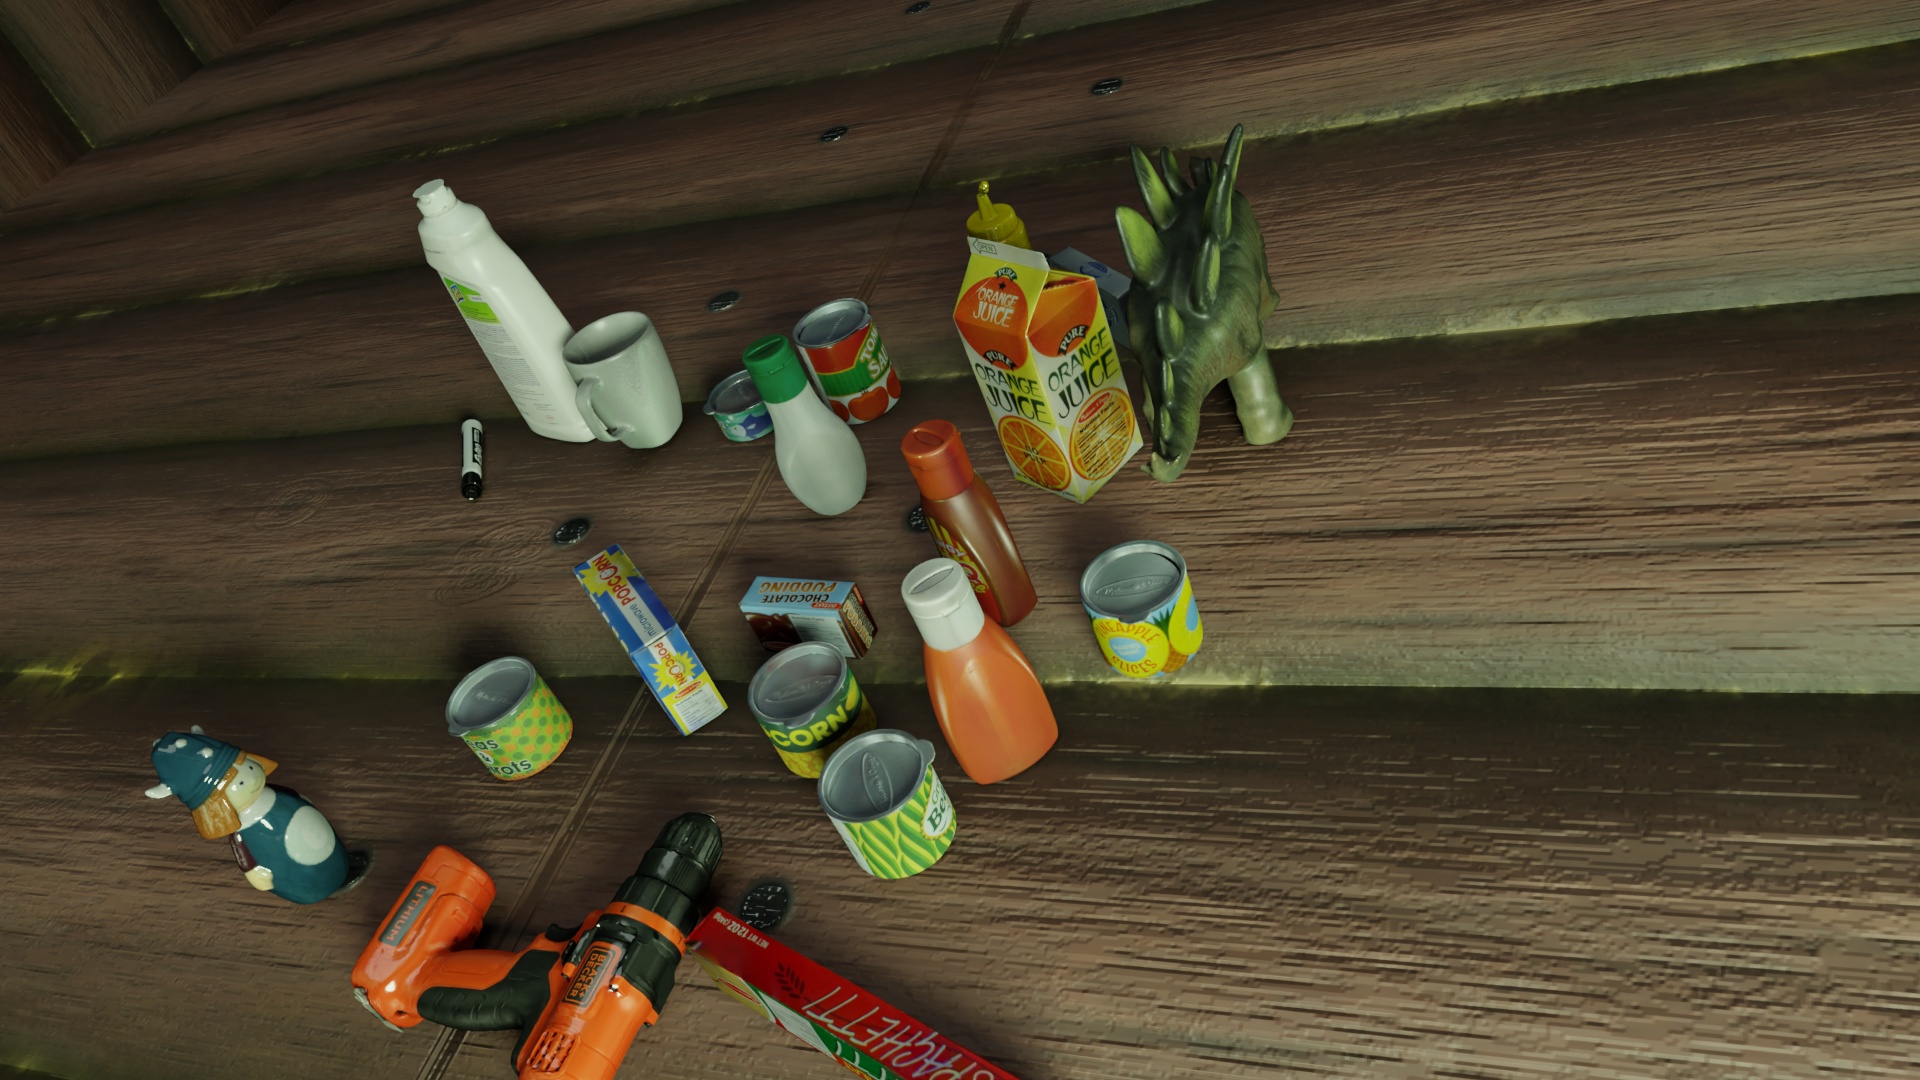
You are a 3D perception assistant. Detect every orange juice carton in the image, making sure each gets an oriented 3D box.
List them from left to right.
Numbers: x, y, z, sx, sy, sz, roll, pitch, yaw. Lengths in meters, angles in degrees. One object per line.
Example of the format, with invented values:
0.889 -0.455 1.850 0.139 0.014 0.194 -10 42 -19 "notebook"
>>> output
0.058 -0.125 0.966 0.072 0.191 0.073 24 58 42 "orange juice carton"

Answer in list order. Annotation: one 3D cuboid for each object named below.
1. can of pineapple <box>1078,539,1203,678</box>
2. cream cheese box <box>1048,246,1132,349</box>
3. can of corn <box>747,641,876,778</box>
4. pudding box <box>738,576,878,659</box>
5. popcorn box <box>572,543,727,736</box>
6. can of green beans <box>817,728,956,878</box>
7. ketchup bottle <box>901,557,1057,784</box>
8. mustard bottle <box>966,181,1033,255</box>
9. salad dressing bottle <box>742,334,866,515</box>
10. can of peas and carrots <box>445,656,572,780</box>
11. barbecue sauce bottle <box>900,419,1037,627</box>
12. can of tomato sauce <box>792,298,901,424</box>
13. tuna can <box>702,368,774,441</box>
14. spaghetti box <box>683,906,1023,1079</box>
0.111 0.044 0.854 0.071 0.057 0.071 -14 40 12 "can of pineapple"
0.114 -0.198 1.134 0.024 0.053 0.104 -33 40 -12 "cream cheese box"
-0.093 0.109 0.877 0.071 0.058 0.071 -14 40 12 "can of corn"
-0.105 0.053 0.955 0.083 0.049 0.030 2 45 28 "pudding box"
-0.216 0.067 0.964 0.038 0.085 0.127 -34 40 -13 "popcorn box"
-0.041 0.152 0.803 0.071 0.057 0.071 -14 40 12 "can of green beans"
0.008 0.074 0.796 0.065 0.148 0.044 -31 39 -9 "ketchup bottle"
0.037 -0.217 1.107 0.049 0.159 0.065 -20 39 4 "mustard bottle"
-0.117 -0.086 1.042 0.064 0.147 0.044 -28 39 -6 "salad dressing bottle"
-0.314 0.126 0.965 0.071 0.058 0.071 -14 40 12 "can of peas and carrots"
0.003 -0.011 0.897 0.044 0.148 0.065 -40 42 -20 "barbecue sauce bottle"
-0.091 -0.148 1.152 0.071 0.082 0.071 -14 40 12 "can of tomato sauce"
-0.185 -0.117 1.202 0.071 0.032 0.071 -14 40 12 "tuna can"
-0.041 0.252 0.694 0.250 0.050 0.029 15 52 38 "spaghetti box"
